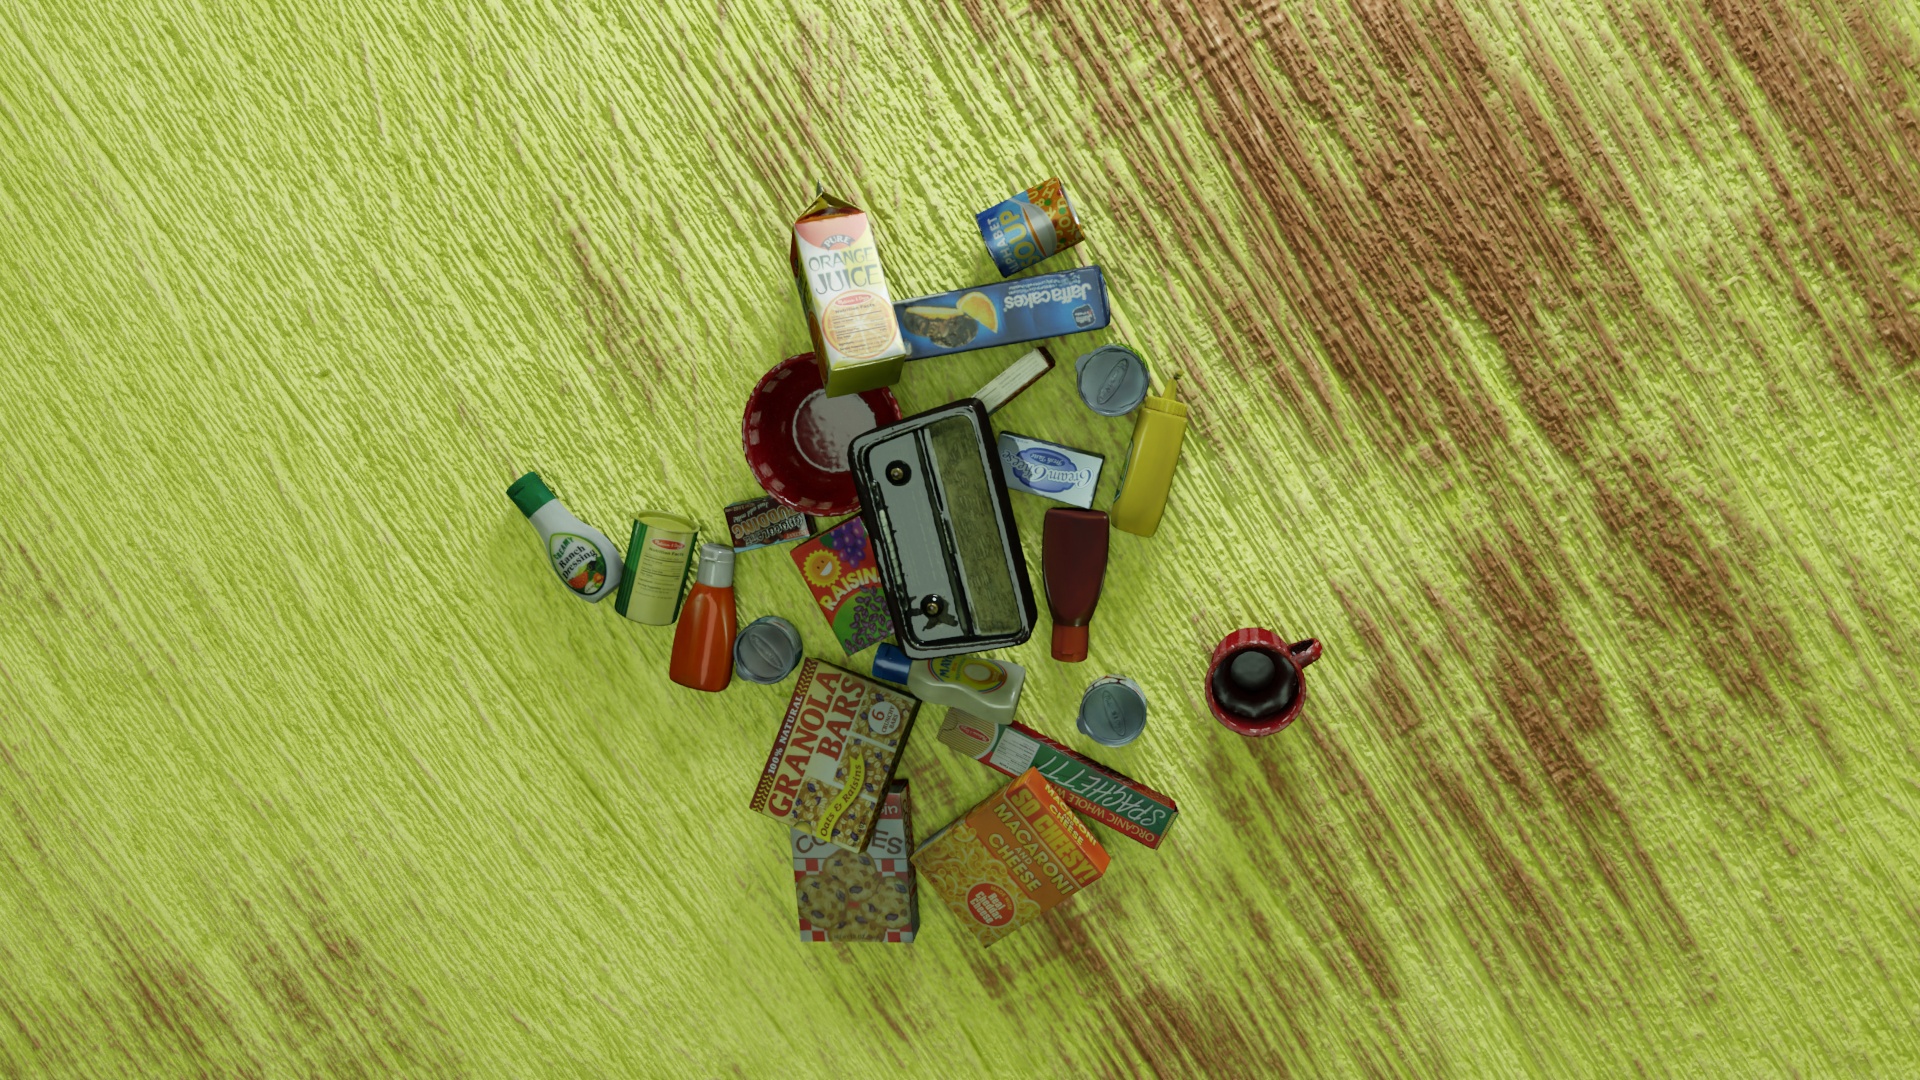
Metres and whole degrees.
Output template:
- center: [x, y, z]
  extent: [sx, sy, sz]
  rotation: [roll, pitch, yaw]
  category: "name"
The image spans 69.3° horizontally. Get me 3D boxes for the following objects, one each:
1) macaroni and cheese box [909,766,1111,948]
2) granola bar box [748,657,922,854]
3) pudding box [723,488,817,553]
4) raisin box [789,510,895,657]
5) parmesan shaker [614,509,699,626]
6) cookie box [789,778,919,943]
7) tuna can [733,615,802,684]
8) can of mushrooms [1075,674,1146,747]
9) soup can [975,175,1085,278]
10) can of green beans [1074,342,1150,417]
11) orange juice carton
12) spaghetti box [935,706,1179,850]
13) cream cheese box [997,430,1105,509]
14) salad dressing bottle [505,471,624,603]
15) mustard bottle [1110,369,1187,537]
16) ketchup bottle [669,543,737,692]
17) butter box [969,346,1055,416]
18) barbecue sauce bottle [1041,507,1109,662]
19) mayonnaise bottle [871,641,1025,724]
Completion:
- center: [0.050, 0.320, 1.403]
  extent: [0.166, 0.040, 0.123]
  rotation: [-39, 92, 26]
  category: "macaroni and cheese box"
- center: [-0.126, 0.215, 1.402]
  extent: [0.124, 0.039, 0.165]
  rotation: [20, 86, 13]
  category: "granola bar box"
- center: [-0.192, -0.020, 1.404]
  extent: [0.083, 0.030, 0.049]
  rotation: [-11, 99, 12]
  category: "pudding box"
- center: [-0.103, 0.042, 1.396]
  extent: [0.086, 0.040, 0.123]
  rotation: [-27, 96, 14]
  category: "raisin box"
- center: [-0.312, 0.027, 1.414]
  extent: [0.071, 0.071, 0.102]
  rotation: [18, 104, 6]
  category: "parmesan shaker"
- center: [-0.111, 0.333, 1.450]
  extent: [0.123, 0.040, 0.167]
  rotation: [-2, 101, 10]
  category: "cookie box"
- center: [-0.199, 0.114, 1.428]
  extent: [0.071, 0.033, 0.071]
  rotation: [2, 100, 10]
  category: "tuna can"
- center: [0.150, 0.169, 1.377]
  extent: [0.071, 0.033, 0.071]
  rotation: [2, 101, 9]
  category: "can of mushrooms"
- center: [0.065, -0.290, 1.289]
  extent: [0.083, 0.071, 0.071]
  rotation: [-24, 96, 13]
  category: "soup can"
- center: [0.145, -0.152, 1.307]
  extent: [0.071, 0.058, 0.071]
  rotation: [2, 101, 10]
  category: "can of green beans"
- center: [-0.112, -0.239, 1.301]
  extent: [0.073, 0.071, 0.193]
  rotation: [-13, 76, -12]
  category: "orange juice carton"
- center: [0.097, 0.233, 1.400]
  extent: [0.250, 0.029, 0.050]
  rotation: [26, 104, 4]
  category: "spaghetti box"
- center: [0.084, -0.069, 1.350]
  extent: [0.104, 0.024, 0.053]
  rotation: [14, 104, 7]
  category: "cream cheese box"
- center: [-0.409, -0.004, 1.438]
  extent: [0.064, 0.044, 0.147]
  rotation: [-39, 92, 13]
  category: "salad dressing bottle"
- center: [0.183, -0.085, 1.313]
  extent: [0.049, 0.065, 0.160]
  rotation: [15, 97, 2]
  category: "mustard bottle"
- center: [-0.258, 0.078, 1.426]
  extent: [0.065, 0.043, 0.148]
  rotation: [13, 102, 12]
  category: "ketchup bottle"
- center: [0.043, -0.146, 1.329]
  extent: [0.103, 0.053, 0.024]
  rotation: [-37, 90, 13]
  category: "butter box"
- center: [0.110, 0.044, 1.356]
  extent: [0.065, 0.044, 0.148]
  rotation: [4, 101, 9]
  category: "barbecue sauce bottle"
- center: [-0.013, 0.137, 1.383]
  extent: [0.148, 0.065, 0.041]
  rotation: [14, 134, 6]
  category: "mayonnaise bottle"
